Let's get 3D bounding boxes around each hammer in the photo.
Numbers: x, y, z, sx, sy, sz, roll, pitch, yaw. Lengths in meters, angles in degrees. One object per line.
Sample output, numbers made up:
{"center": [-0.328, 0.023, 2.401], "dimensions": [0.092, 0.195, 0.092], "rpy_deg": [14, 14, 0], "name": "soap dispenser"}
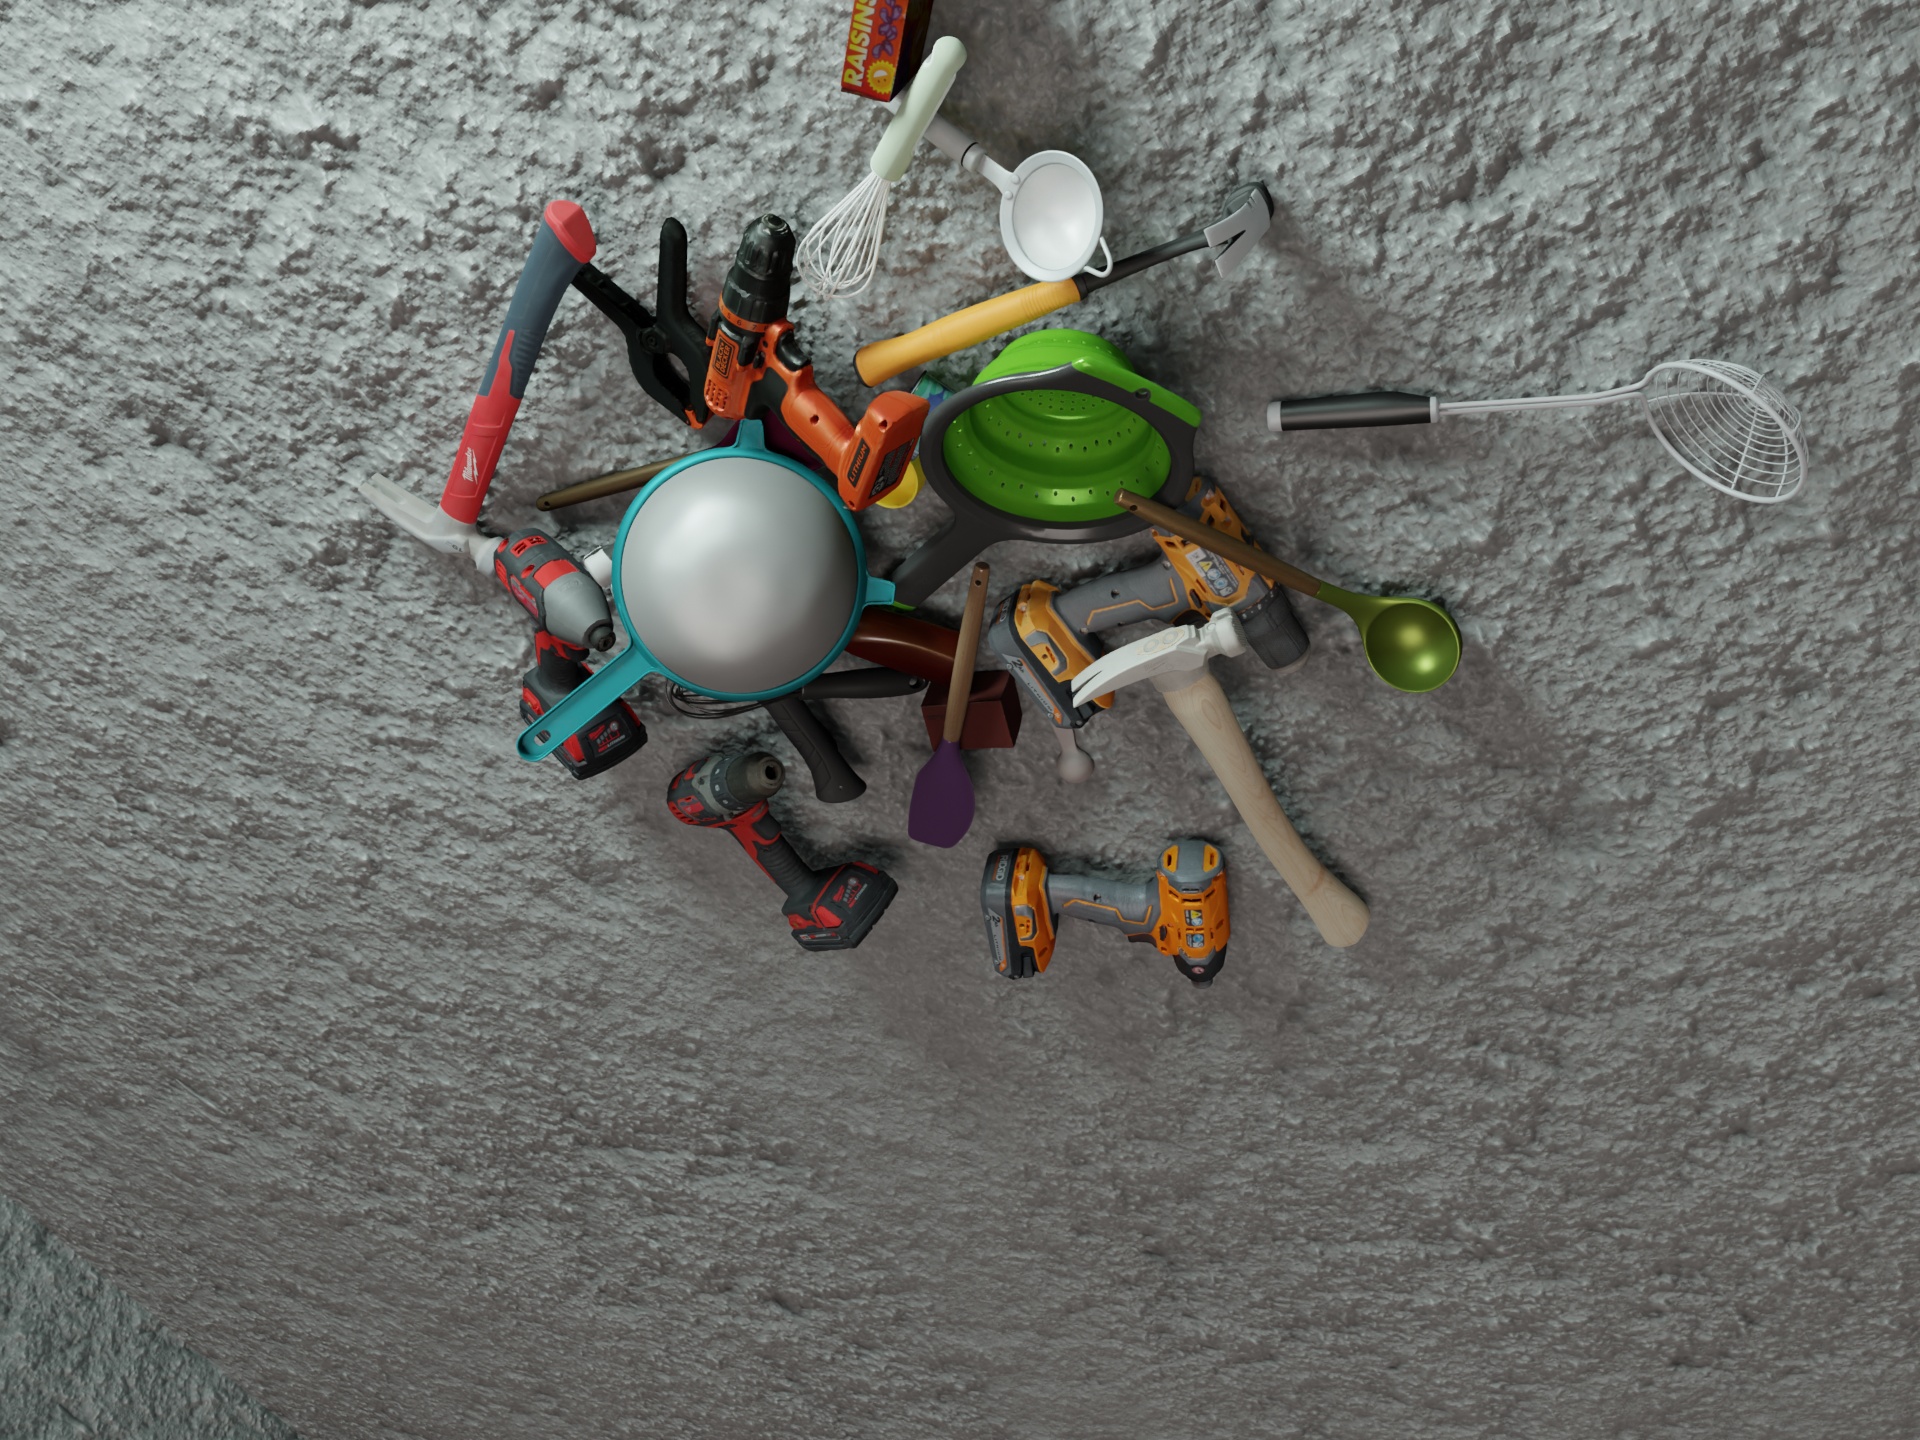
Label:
{"center": [0.059, -0.305, 1.161], "dimensions": [0.337, 0.127, 0.034], "rpy_deg": [-13, 115, 31], "name": "hammer"}
{"center": [-0.399, -0.283, 1.333], "dimensions": [0.143, 0.038, 0.386], "rpy_deg": [32, 133, -6], "name": "hammer"}
{"center": [0.247, 0.073, 1.372], "dimensions": [0.146, 0.038, 0.410], "rpy_deg": [-22, 128, 20], "name": "hammer"}
{"center": [-0.179, -0.054, 1.420], "dimensions": [0.146, 0.035, 0.334], "rpy_deg": [-34, 118, -2], "name": "hammer"}

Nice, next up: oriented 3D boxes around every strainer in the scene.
{"center": [-0.229, -0.073, 1.280], "dimensions": [0.340, 0.095, 0.211], "rpy_deg": [-39, 100, 2], "name": "strainer"}
{"center": [0.018, -0.390, 1.110], "dimensions": [0.258, 0.050, 0.086], "rpy_deg": [41, 126, 13], "name": "strainer"}

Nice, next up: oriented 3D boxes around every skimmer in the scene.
{"center": [0.402, -0.202, 1.140], "dimensions": [0.363, 0.090, 0.127], "rpy_deg": [1, 157, 19], "name": "skimmer"}

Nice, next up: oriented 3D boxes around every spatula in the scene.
{"center": [-0.002, -0.004, 1.385], "dimensions": [0.060, 0.018, 0.315], "rpy_deg": [14, 129, 5], "name": "spatula"}

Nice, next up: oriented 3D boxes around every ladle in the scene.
{"center": [0.255, -0.104, 1.228], "dimensions": [0.320, 0.062, 0.078], "rpy_deg": [21, 131, -21], "name": "ladle"}

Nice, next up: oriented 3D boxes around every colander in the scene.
{"center": [0.034, -0.198, 1.261], "dimensions": [0.204, 0.095, 0.397], "rpy_deg": [20, 150, -24], "name": "colander"}

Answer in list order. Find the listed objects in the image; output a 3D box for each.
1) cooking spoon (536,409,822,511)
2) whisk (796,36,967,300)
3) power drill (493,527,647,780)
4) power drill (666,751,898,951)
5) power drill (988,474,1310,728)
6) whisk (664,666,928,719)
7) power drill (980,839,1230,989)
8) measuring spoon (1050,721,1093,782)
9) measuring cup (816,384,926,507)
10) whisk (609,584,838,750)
{"center": [-0.237, -0.218, 1.355], "dimensions": [0.319, 0.017, 0.068], "rpy_deg": [-10, 119, 26], "name": "cooking spoon"}
{"center": [-0.055, -0.386, 1.132], "dimensions": [0.059, 0.058, 0.246], "rpy_deg": [24, 144, -16], "name": "whisk"}
{"center": [-0.347, -0.055, 1.425], "dimensions": [0.143, 0.078, 0.219], "rpy_deg": [41, 149, 27], "name": "power drill"}
{"center": [-0.166, 0.117, 1.521], "dimensions": [0.226, 0.080, 0.188], "rpy_deg": [47, 150, -17], "name": "power drill"}
{"center": [0.161, -0.077, 1.315], "dimensions": [0.226, 0.084, 0.185], "rpy_deg": [-29, 115, 27], "name": "power drill"}
{"center": [-0.140, -0.033, 1.400], "dimensions": [0.239, 0.055, 0.055], "rpy_deg": [-3, 132, -21], "name": "whisk"}
{"center": [0.143, 0.194, 1.519], "dimensions": [0.226, 0.084, 0.164], "rpy_deg": [-2, 125, 14], "name": "power drill"}
{"center": [0.090, 0.008, 1.434], "dimensions": [0.034, 0.018, 0.124], "rpy_deg": [-8, 122, 22], "name": "measuring spoon"}
{"center": [-0.089, -0.241, 1.305], "dimensions": [0.156, 0.029, 0.062], "rpy_deg": [47, 131, -4], "name": "measuring cup"}
{"center": [-0.212, -0.057, 1.455], "dimensions": [0.070, 0.070, 0.284], "rpy_deg": [-31, 117, 32], "name": "whisk"}
